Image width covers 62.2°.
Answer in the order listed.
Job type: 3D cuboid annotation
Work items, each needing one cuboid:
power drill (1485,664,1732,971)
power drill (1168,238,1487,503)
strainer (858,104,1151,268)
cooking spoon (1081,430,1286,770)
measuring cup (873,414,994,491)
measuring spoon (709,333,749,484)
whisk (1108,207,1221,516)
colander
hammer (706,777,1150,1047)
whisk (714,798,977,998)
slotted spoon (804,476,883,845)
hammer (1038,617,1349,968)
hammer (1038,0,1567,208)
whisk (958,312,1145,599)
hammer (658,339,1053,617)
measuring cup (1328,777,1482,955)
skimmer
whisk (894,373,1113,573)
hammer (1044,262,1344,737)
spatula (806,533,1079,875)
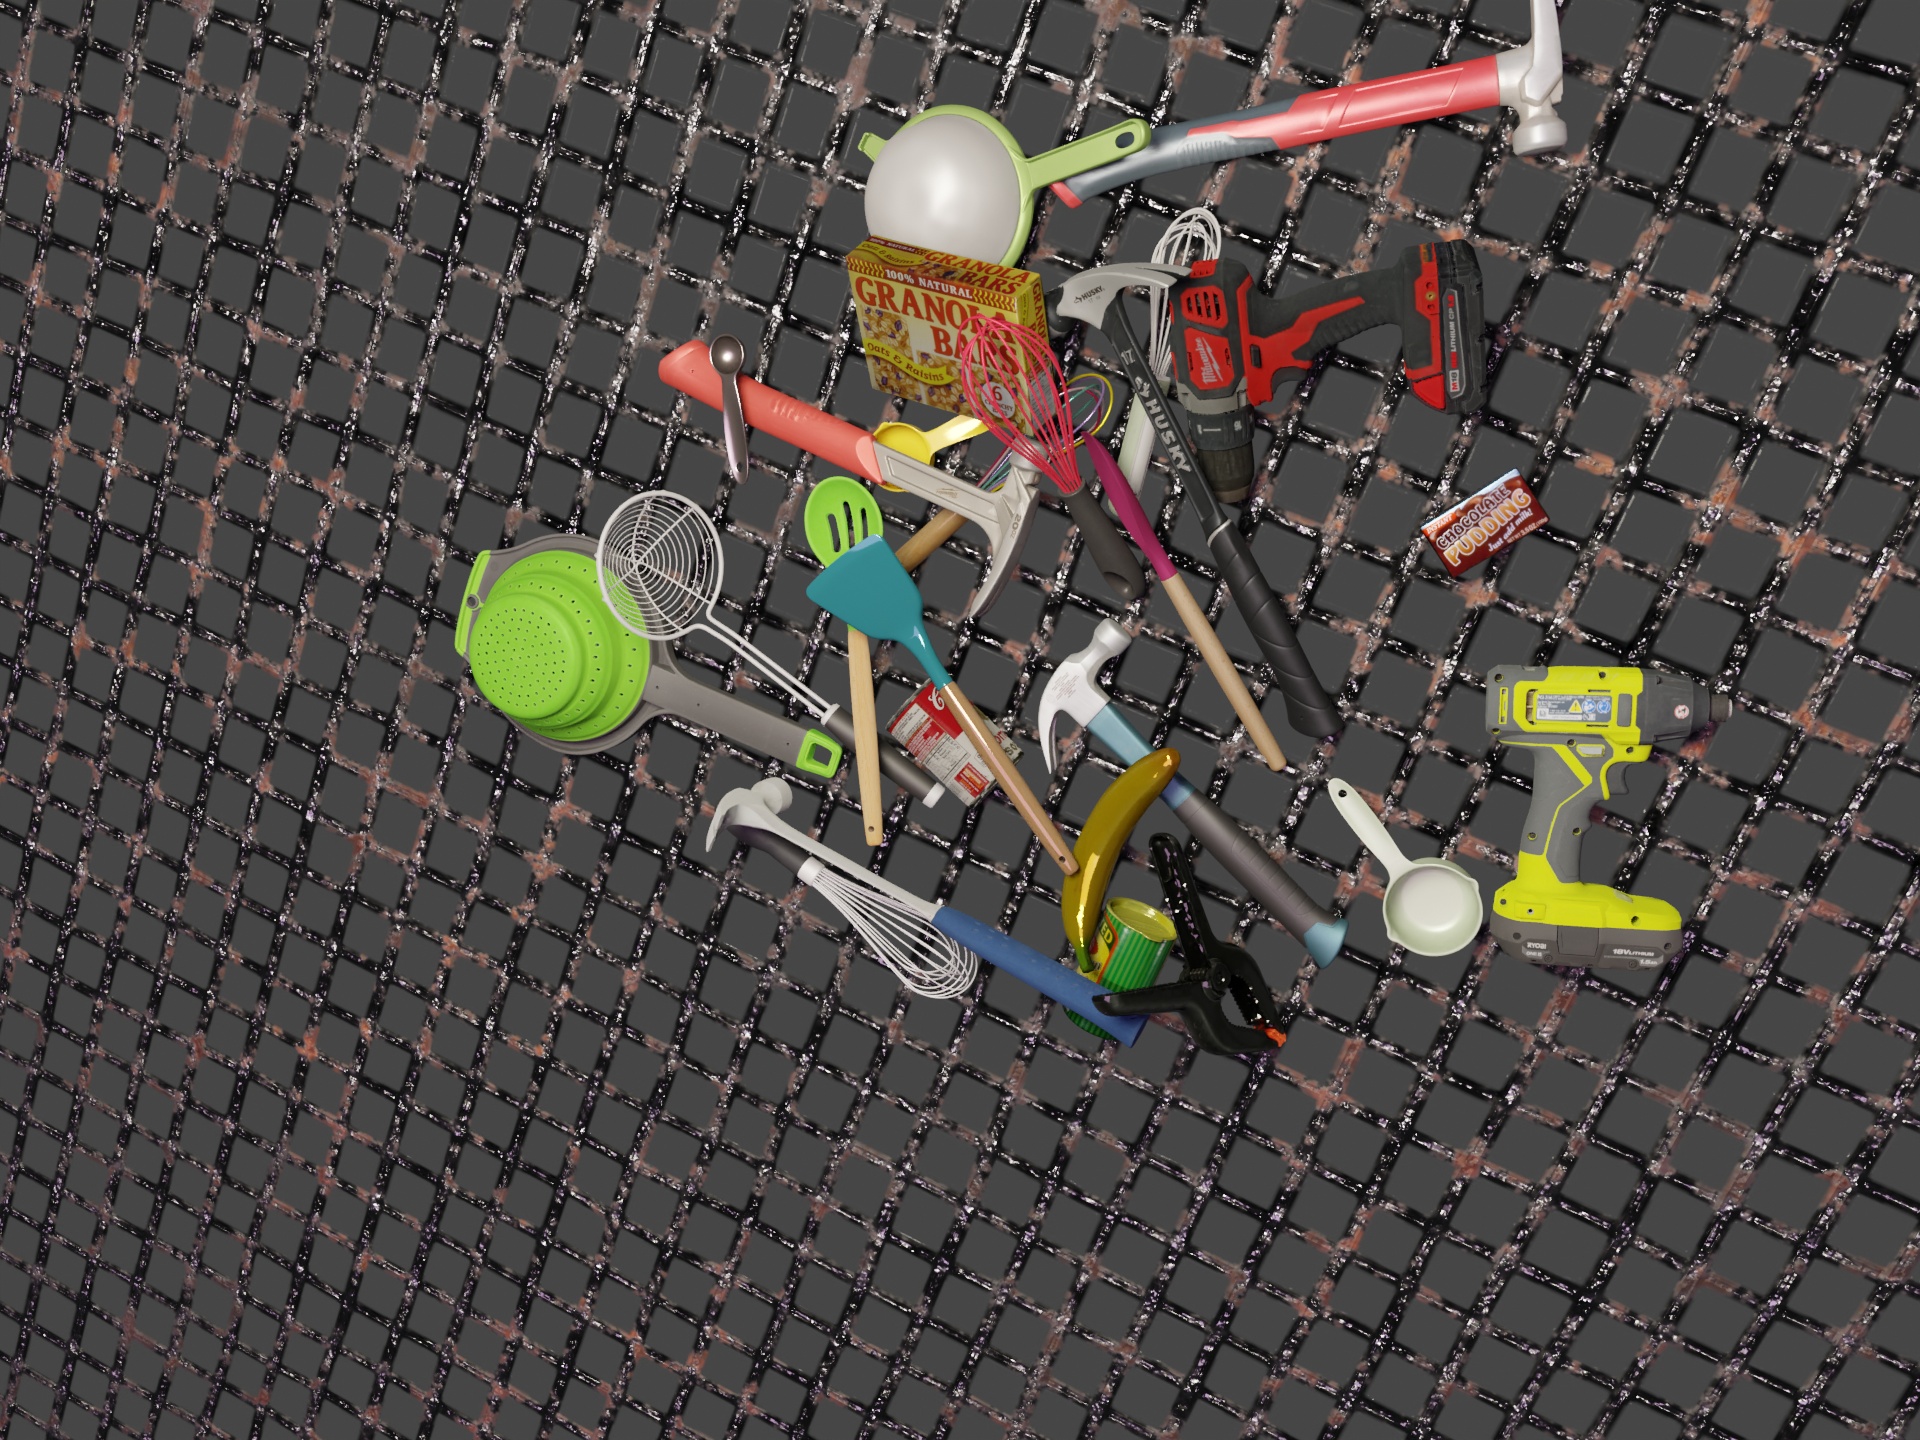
[{"bbox_3d":[0.487,0.070,1.210,0.171,0.080,0.223,2,98,16],"label":"power drill"},{"bbox_3d":[0.273,-0.261,1.195,0.227,0.080,0.187,-4,119,15],"label":"power drill"},{"bbox_3d":[0.021,-0.414,1.225,0.256,0.069,0.151,-8,98,34],"label":"strainer"},{"bbox_3d":[0.180,-0.093,1.268,0.017,0.069,0.318,-32,102,0],"label":"cooking spoon"},{"bbox_3d":[-0.005,-0.239,1.322,0.156,0.029,0.062,-22,94,17],"label":"measuring cup"},{"bbox_3d":[-0.186,-0.259,1.327,0.034,0.018,0.124,2,104,28],"label":"measuring spoon"},{"bbox_3d":[0.157,-0.279,1.256,0.059,0.057,0.246,33,117,45],"label":"whisk"},{"bbox_3d":[-0.296,-0.032,1.411,0.397,0.094,0.204,23,106,11],"label":"colander"},{"bbox_3d":[-0.030,0.159,1.325,0.405,0.144,0.035,27,106,15],"label":"hammer"},{"bbox_3d":[-0.107,0.153,1.413,0.285,0.070,0.070,34,108,13],"label":"whisk"},{"bbox_3d":[-0.088,-0.050,1.354,0.070,0.031,0.314,-6,87,17],"label":"slotted spoon"},{"bbox_3d":[0.196,0.074,1.318,0.331,0.033,0.128,45,108,4],"label":"hammer"},{"bbox_3d":[0.246,-0.466,1.197,0.386,0.038,0.143,-6,98,17],"label":"hammer"},{"bbox_3d":[0.077,-0.193,1.216,0.073,0.073,0.295,-20,133,19],"label":"whisk"},{"bbox_3d":[-0.102,-0.221,1.320,0.359,0.036,0.149,27,106,19],"label":"hammer"},{"bbox_3d":[0.351,0.111,1.278,0.083,0.038,0.167,-39,86,19],"label":"measuring cup"},{"bbox_3d":[-0.155,-0.053,1.367,0.363,0.127,0.090,38,153,2],"label":"skimmer"},{"bbox_3d":[0.030,-0.197,1.311,0.245,0.051,0.047,-39,94,22],"label":"whisk"},{"bbox_3d":[0.195,-0.162,1.222,0.149,0.036,0.408,-9,115,54],"label":"hammer"},{"bbox_3d":[-0.002,-0.004,1.294,0.082,0.044,0.317,-37,86,19],"label":"spatula"}]
